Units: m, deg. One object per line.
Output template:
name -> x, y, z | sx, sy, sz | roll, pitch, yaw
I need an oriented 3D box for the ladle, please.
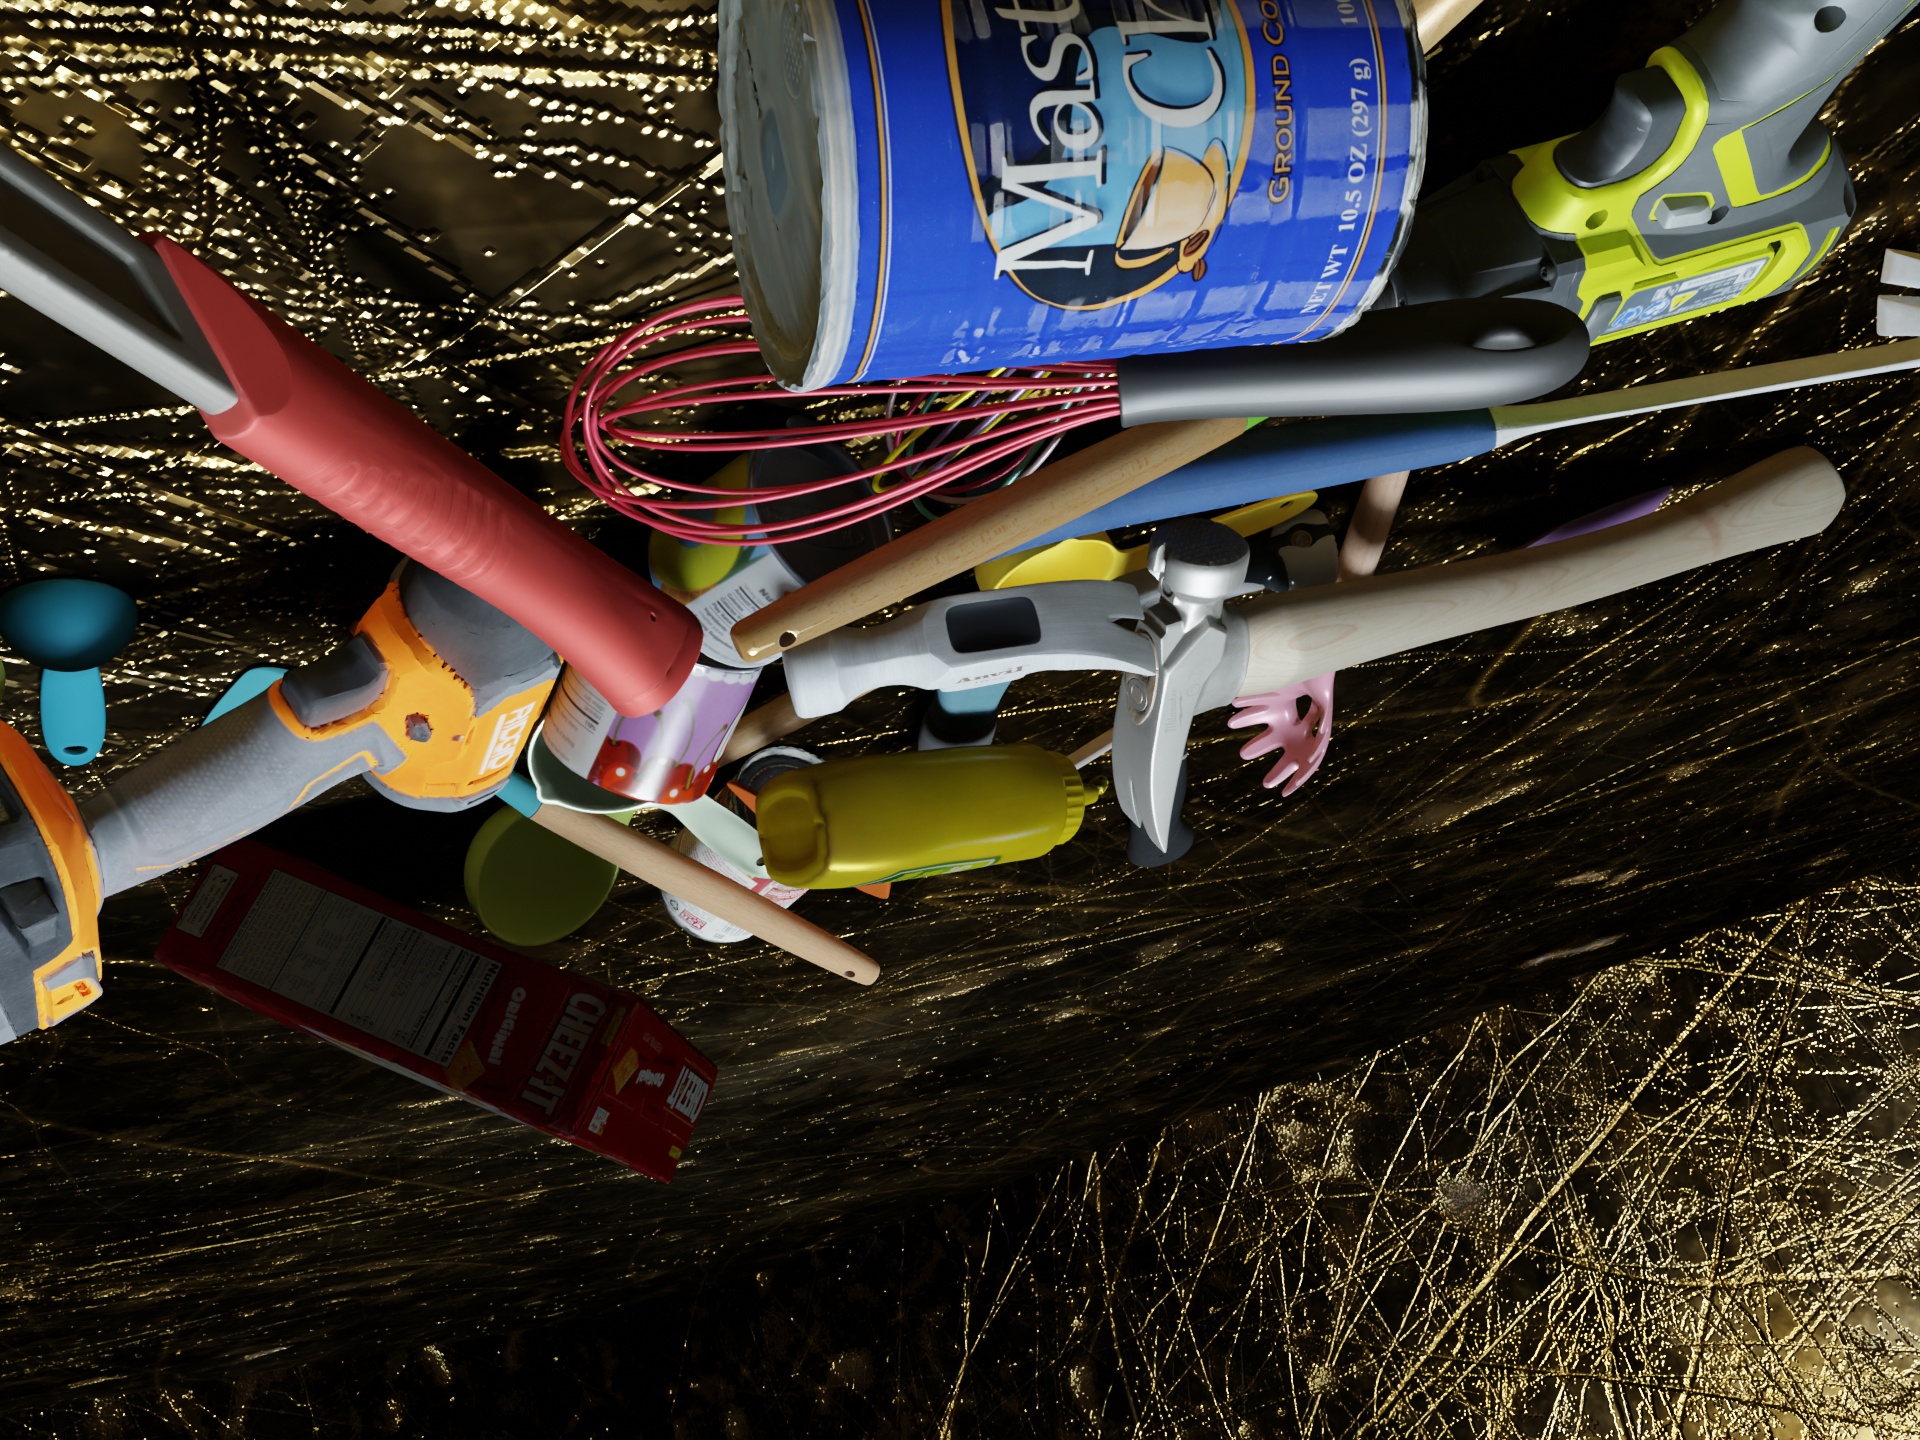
ladle -> -0.093, 0.015, 0.721 | 0.320, 0.062, 0.078 | -27, 142, 18

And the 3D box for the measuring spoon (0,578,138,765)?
measuring spoon -> -0.311, -0.007, 0.558 | 0.042, 0.021, 0.128 | -3, 153, -29

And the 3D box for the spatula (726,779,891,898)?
spatula -> -0.020, 0.053, 0.797 | 0.041, 0.081, 0.322 | -65, 164, 10

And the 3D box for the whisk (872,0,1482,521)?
whisk -> 0.054, -0.138, 0.482 | 0.047, 0.051, 0.245 | 14, 140, -41

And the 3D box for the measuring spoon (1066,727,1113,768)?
measuring spoon -> 0.041, 0.019, 0.747 | 0.124, 0.018, 0.034 | -29, -170, -29

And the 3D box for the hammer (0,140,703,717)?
hammer -> -0.152, -0.078, 0.364 | 0.036, 0.149, 0.358 | -20, 161, 10

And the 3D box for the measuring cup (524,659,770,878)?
measuring cup -> -0.123, 0.021, 0.685 | 0.083, 0.038, 0.167 | -32, 141, 6

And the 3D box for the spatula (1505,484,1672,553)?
spatula -> 0.216, -0.054, 0.744 | 0.316, 0.018, 0.059 | -20, 153, -25

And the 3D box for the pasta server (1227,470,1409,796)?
pasta server -> 0.179, -0.049, 0.778 | 0.040, 0.060, 0.316 | -29, 156, -12

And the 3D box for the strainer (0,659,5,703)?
strainer -> -0.328, -0.040, 0.404 | 0.151, 0.069, 0.256 | -21, 163, -47

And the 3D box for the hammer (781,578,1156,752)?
hammer -> -0.001, -0.002, 0.666 | 0.128, 0.033, 0.331 | -11, 171, -5

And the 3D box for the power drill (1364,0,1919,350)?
power drill -> 0.198, -0.180, 0.417 | 0.171, 0.080, 0.223 | -17, 158, -14

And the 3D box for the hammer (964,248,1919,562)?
hammer -> 0.203, -0.112, 0.587 | 0.405, 0.144, 0.035 | -9, 118, 4

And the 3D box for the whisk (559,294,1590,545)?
whisk -> 0.027, -0.094, 0.458 | 0.296, 0.073, 0.073 | -4, 159, 8

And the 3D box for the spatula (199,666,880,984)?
spatula -> -0.165, 0.057, 0.693 | 0.317, 0.044, 0.082 | 31, 132, -25

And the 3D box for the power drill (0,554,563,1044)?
power drill -> -0.228, 0.005, 0.505 | 0.226, 0.084, 0.164 | -29, 168, -37

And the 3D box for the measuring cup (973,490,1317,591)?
measuring cup -> 0.077, -0.081, 0.659 | 0.156, 0.029, 0.062 | -18, 156, -18

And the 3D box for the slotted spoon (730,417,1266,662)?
slotted spoon -> 0.067, -0.093, 0.517 | 0.314, 0.031, 0.070 | -27, 137, -14

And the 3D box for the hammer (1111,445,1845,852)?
hammer -> 0.249, -0.054, 0.720 | 0.410, 0.038, 0.146 | -15, 131, -25

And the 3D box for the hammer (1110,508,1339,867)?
hammer -> 0.107, 0.011, 0.868 | 0.149, 0.036, 0.408 | -14, 158, 0
